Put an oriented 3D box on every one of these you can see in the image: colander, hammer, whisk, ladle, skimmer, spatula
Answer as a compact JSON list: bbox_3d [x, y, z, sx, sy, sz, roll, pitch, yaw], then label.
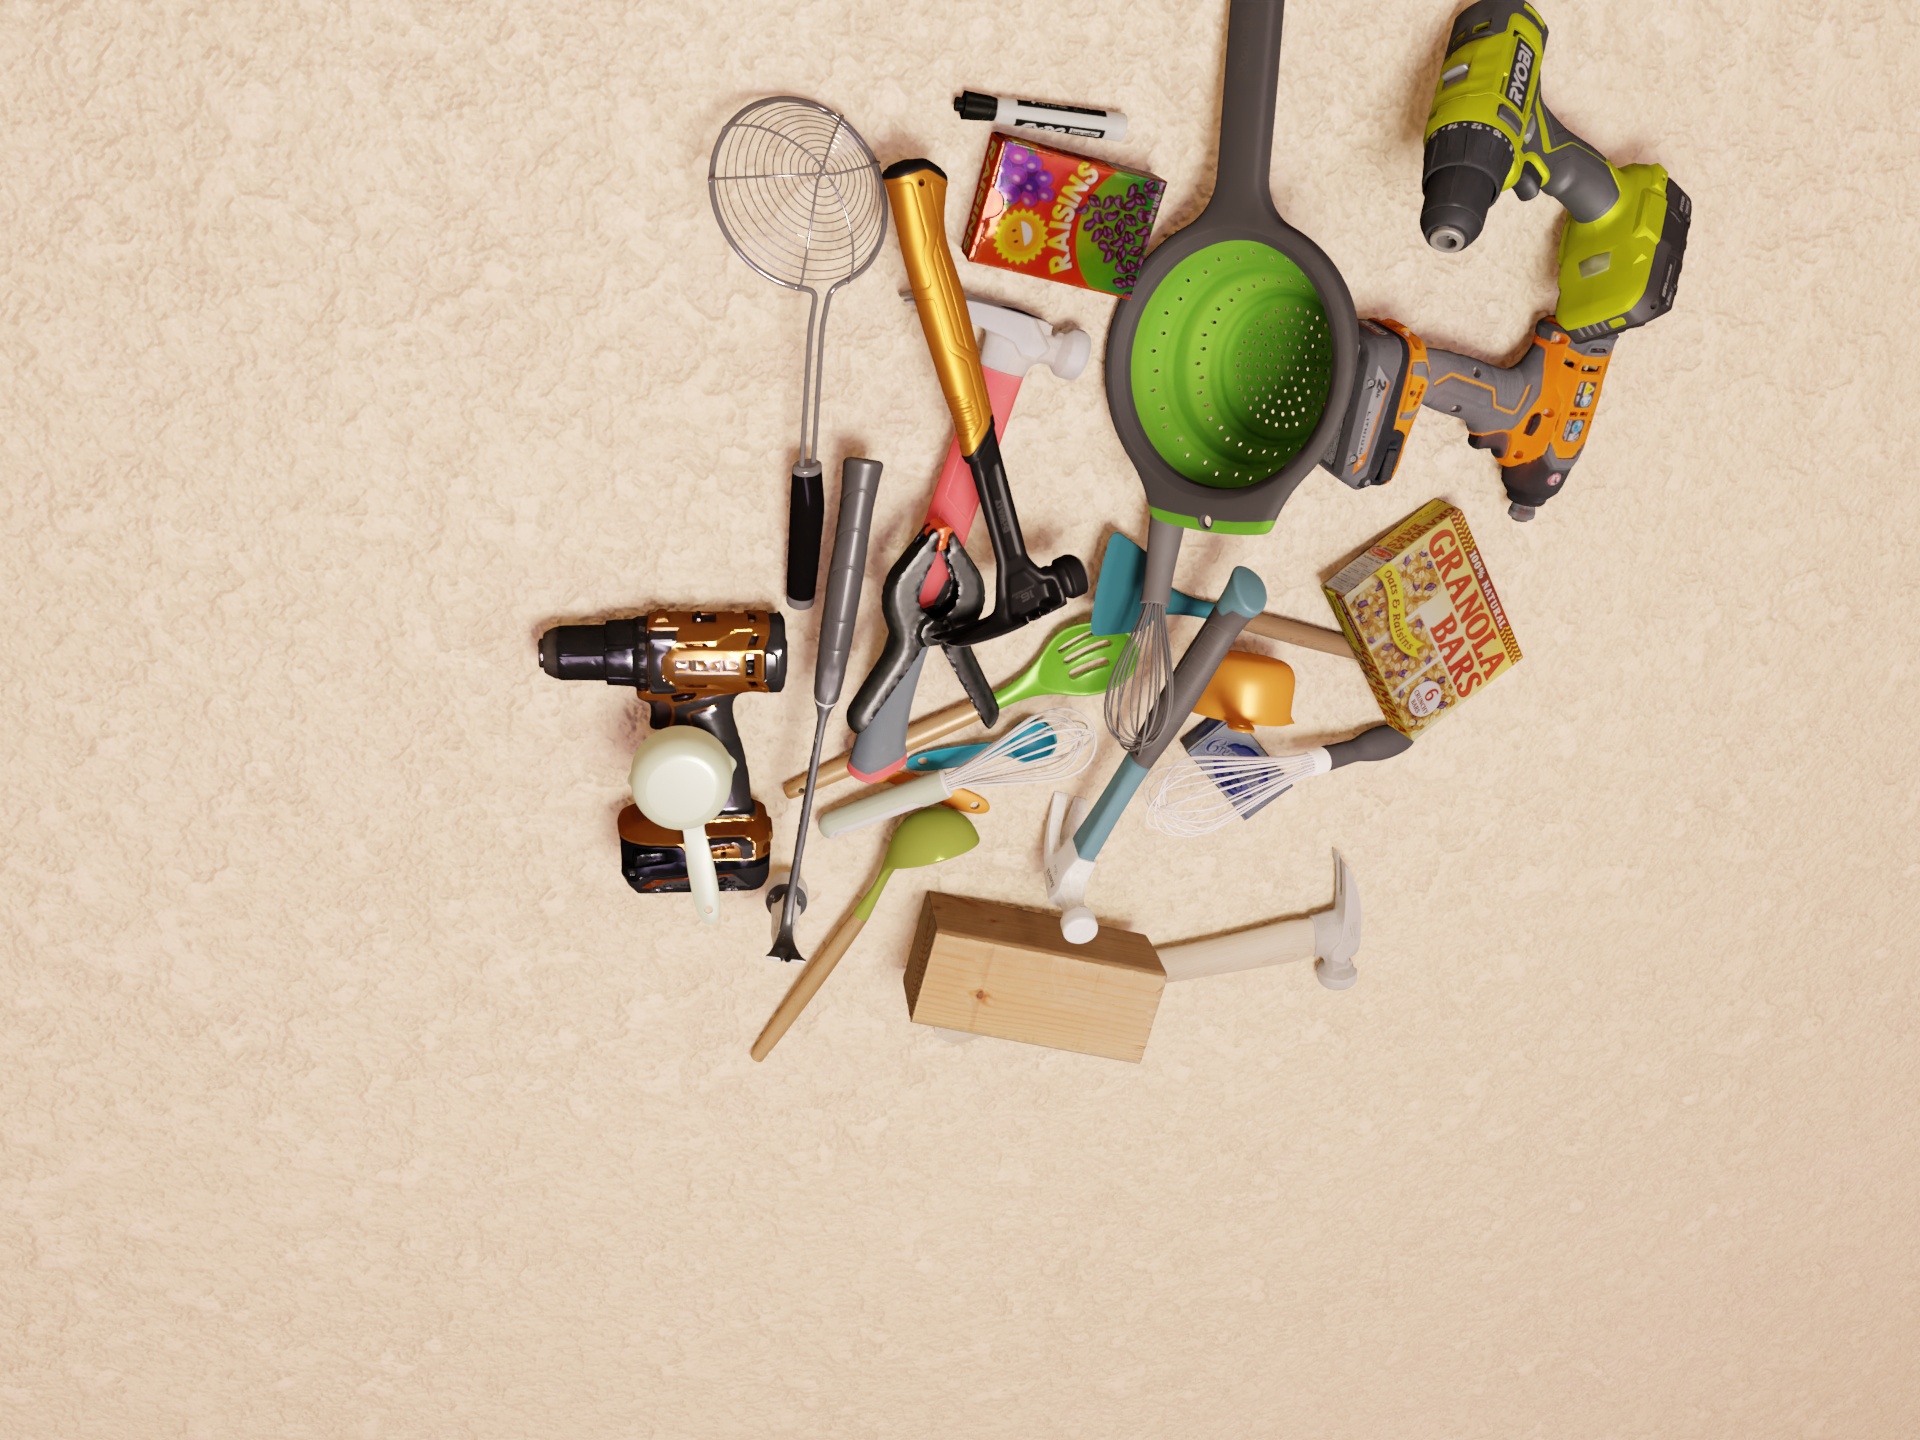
[{"bbox_3d":[0.215,-0.333,1.124,0.094,0.205,0.397,-12,110,-46],"label":"colander"},{"bbox_3d":[-0.032,-0.128,1.207,0.143,0.038,0.386,13,113,-18],"label":"hammer"},{"bbox_3d":[0.151,-0.091,1.229,0.055,0.055,0.239,11,86,-19],"label":"whisk"},{"bbox_3d":[-0.001,-0.218,1.114,0.127,0.034,0.336,-27,116,-23],"label":"hammer"},{"bbox_3d":[-0.091,0.196,1.384,0.062,0.078,0.320,39,113,8],"label":"ladle"},{"bbox_3d":[-0.004,0.050,1.306,0.246,0.059,0.057,-21,165,11],"label":"whisk"},{"bbox_3d":[0.172,0.223,1.472,0.410,0.038,0.146,-11,120,-6],"label":"hammer"},{"bbox_3d":[-0.118,-0.247,1.132,0.127,0.090,0.363,-17,136,-27],"label":"skimmer"},{"bbox_3d":[0.278,0.041,1.353,0.284,0.070,0.070,-14,123,-25],"label":"whisk"},{"bbox_3d":[0.152,0.021,1.281,0.033,0.128,0.331,16,121,-22],"label":"hammer"},{"bbox_3d":[0.244,-0.079,1.308,0.317,0.044,0.082,12,91,-21],"label":"spatula"},{"bbox_3d":[-0.107,-0.002,1.215,0.036,0.149,0.408,8,110,-8],"label":"hammer"}]

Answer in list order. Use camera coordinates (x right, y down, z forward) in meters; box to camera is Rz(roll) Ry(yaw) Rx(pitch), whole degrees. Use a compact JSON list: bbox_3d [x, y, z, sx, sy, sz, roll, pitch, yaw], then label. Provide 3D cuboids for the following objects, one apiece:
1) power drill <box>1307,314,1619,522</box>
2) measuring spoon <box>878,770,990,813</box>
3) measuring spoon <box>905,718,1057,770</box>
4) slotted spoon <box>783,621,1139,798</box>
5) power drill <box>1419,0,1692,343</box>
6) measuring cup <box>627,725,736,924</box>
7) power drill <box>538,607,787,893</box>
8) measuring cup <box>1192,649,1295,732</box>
[{"bbox_3d":[0.388,-0.231,1.235,0.226,0.084,0.164,-3,120,-17],"label":"power drill"},{"bbox_3d":[-0.025,0.060,1.344,0.116,0.011,0.021,20,113,-23],"label":"measuring spoon"},{"bbox_3d":[0.017,0.021,1.333,0.128,0.021,0.042,-10,124,3],"label":"measuring spoon"},{"bbox_3d":[-0.002,-0.004,1.305,0.314,0.031,0.070,-24,121,3],"label":"slotted spoon"},{"bbox_3d":[0.409,-0.366,1.116,0.228,0.080,0.191,29,69,-29],"label":"power drill"},{"bbox_3d":[-0.203,0.087,1.205,0.083,0.038,0.167,-9,110,-5],"label":"measuring cup"},{"bbox_3d":[-0.229,0.020,1.237,0.185,0.084,0.226,0,116,-10],"label":"power drill"},{"bbox_3d":[0.225,-0.024,1.267,0.095,0.173,0.052,9,98,7],"label":"measuring cup"}]
